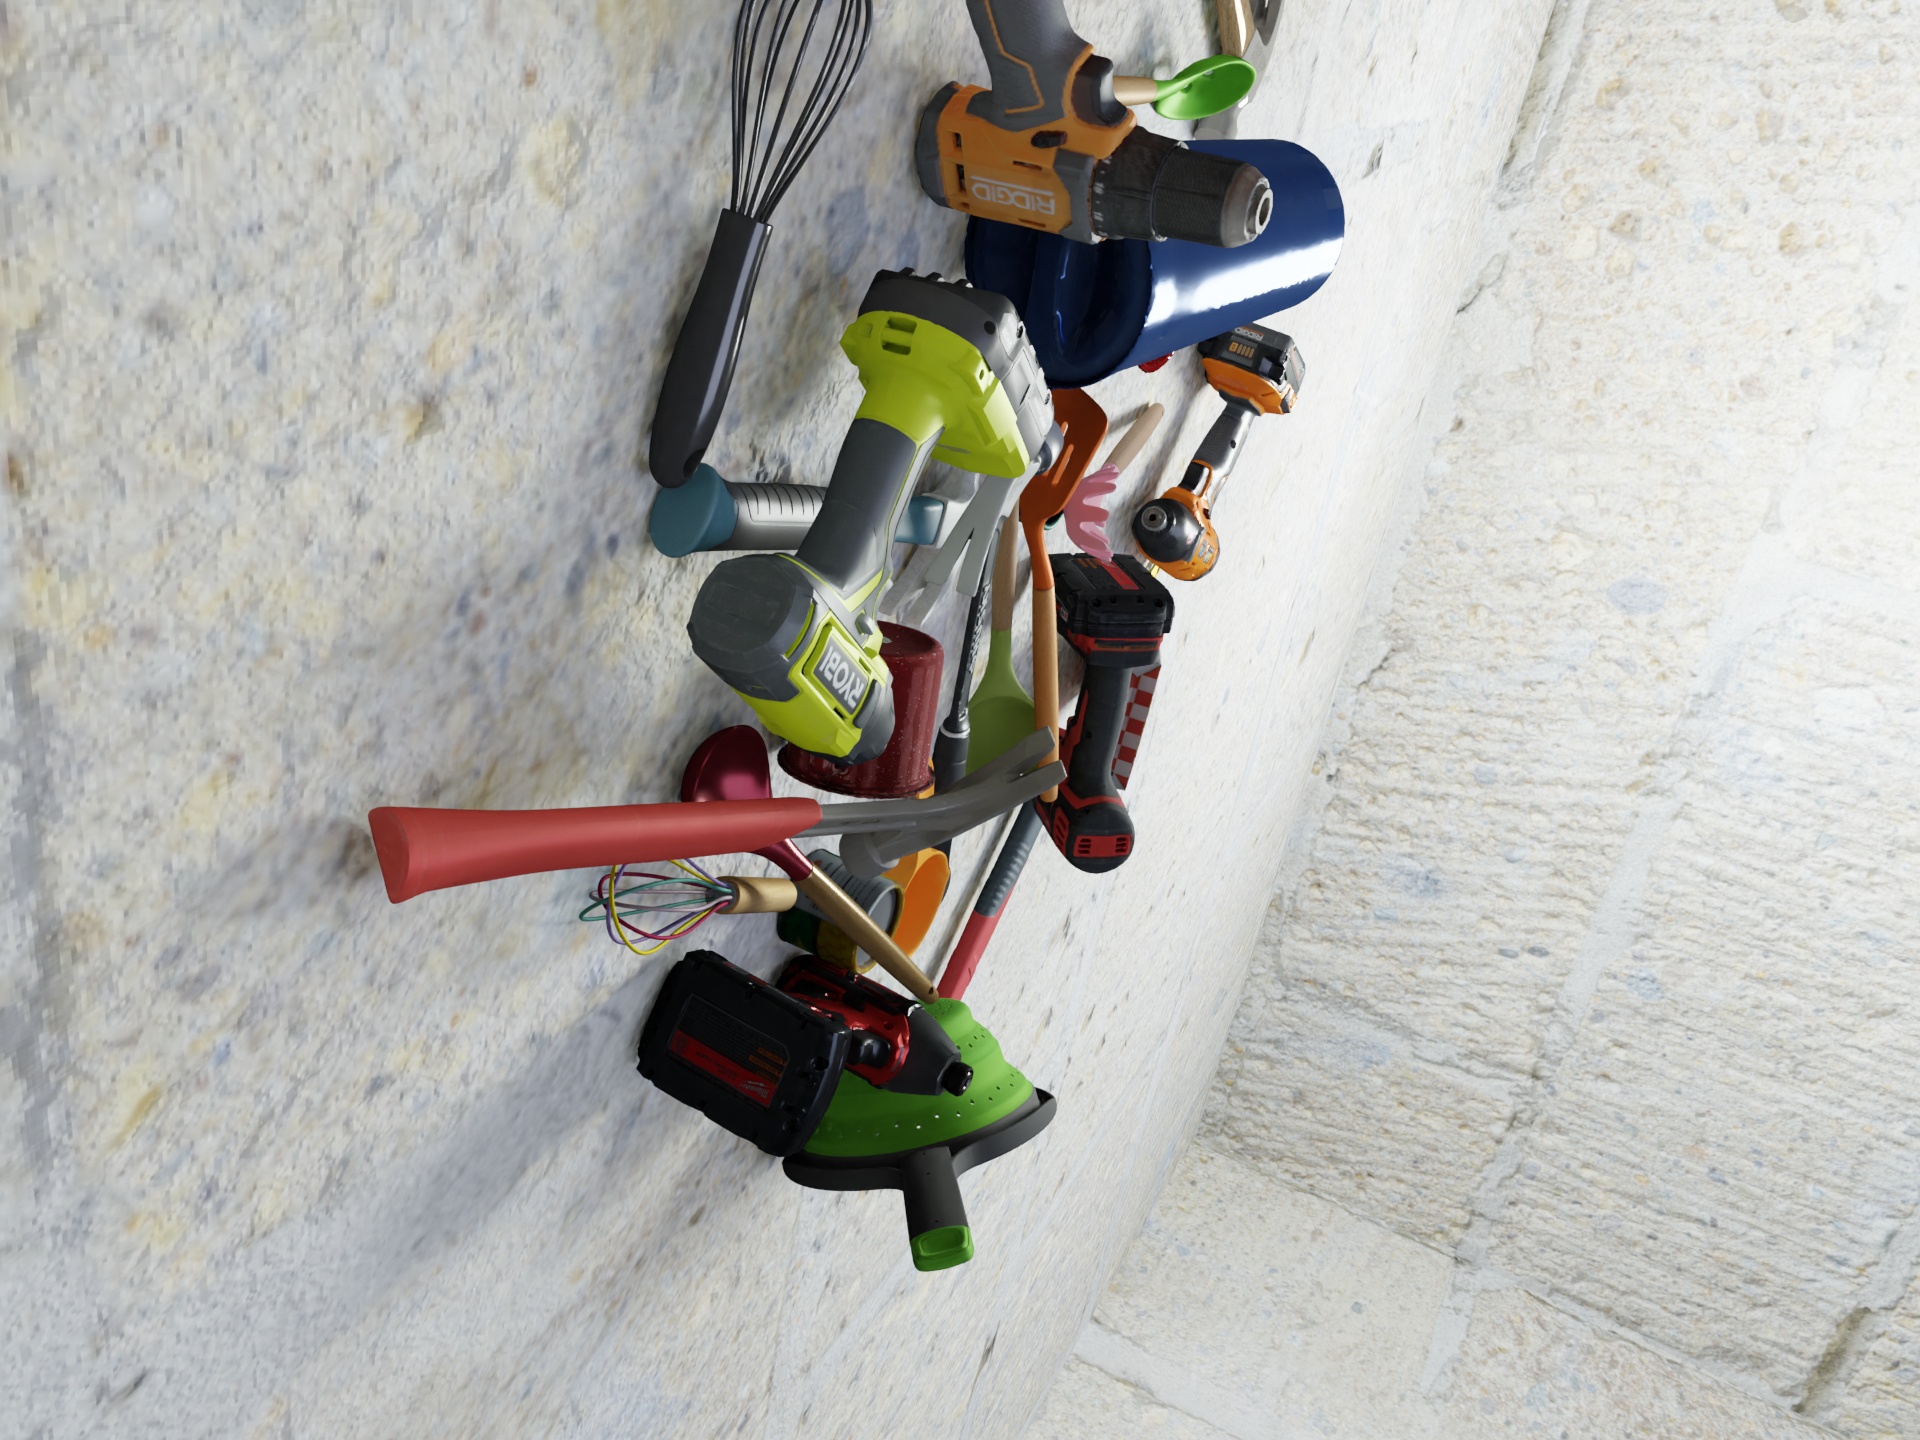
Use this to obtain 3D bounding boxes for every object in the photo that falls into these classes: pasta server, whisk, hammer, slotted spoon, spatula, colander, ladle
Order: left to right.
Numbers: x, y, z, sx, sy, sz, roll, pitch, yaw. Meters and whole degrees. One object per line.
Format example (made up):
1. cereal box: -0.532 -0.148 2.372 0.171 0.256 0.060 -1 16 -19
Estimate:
1. whisk: -0.139 0.099 0.867 0.051 0.047 0.245 -38 167 7
2. hammer: -0.103 0.046 0.739 0.149 0.037 0.359 -30 162 33
3. whisk: -0.091 -0.210 0.670 0.055 0.055 0.239 -19 132 -65
4. ladle: -0.080 0.099 0.935 0.069 0.031 0.315 -62 143 -21
5. hammer: -0.064 -0.111 0.863 0.331 0.033 0.128 -15 123 -66
6. colander: -0.032 0.263 1.079 0.397 0.204 0.094 -164 -118 -85
7. hammer: -0.002 -0.003 1.075 0.408 0.036 0.149 100 14 -45
8. hammer: 0.019 0.184 1.385 0.386 0.038 0.143 -64 161 -14
9. ladle: 0.033 -0.083 1.119 0.062 0.078 0.320 -111 -162 -52
10. spatula: 0.066 -0.075 1.095 0.041 0.081 0.322 -18 129 -19
11. pasta server: 0.127 -0.196 1.210 0.316 0.040 0.060 -55 150 -59
12. slotted spoon: 0.110 -0.403 1.015 0.314 0.070 0.031 -33 98 -53
13. hammer: 0.177 -0.530 1.068 0.130 0.031 0.331 -66 160 -7

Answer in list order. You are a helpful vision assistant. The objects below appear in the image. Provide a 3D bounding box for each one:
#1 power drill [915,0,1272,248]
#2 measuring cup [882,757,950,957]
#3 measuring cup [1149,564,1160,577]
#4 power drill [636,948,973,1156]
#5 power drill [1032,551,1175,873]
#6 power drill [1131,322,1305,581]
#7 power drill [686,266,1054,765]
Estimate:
1. power drill: 0.058 -0.324 0.742 0.084 0.185 0.226 -55 154 -29
2. measuring cup: -0.048 0.088 1.086 0.095 0.052 0.173 -45 148 -49
3. measuring cup: 0.167 -0.089 1.504 0.156 0.029 0.062 -60 159 -19
4. power drill: -0.084 0.196 0.966 0.078 0.143 0.219 -66 158 2
5. power drill: 0.093 -0.016 1.246 0.188 0.080 0.226 -119 -149 -63
6. power drill: 0.224 -0.242 1.428 0.226 0.084 0.164 -66 160 5
7. power drill: -0.038 -0.092 0.790 0.223 0.080 0.171 -65 156 -14
